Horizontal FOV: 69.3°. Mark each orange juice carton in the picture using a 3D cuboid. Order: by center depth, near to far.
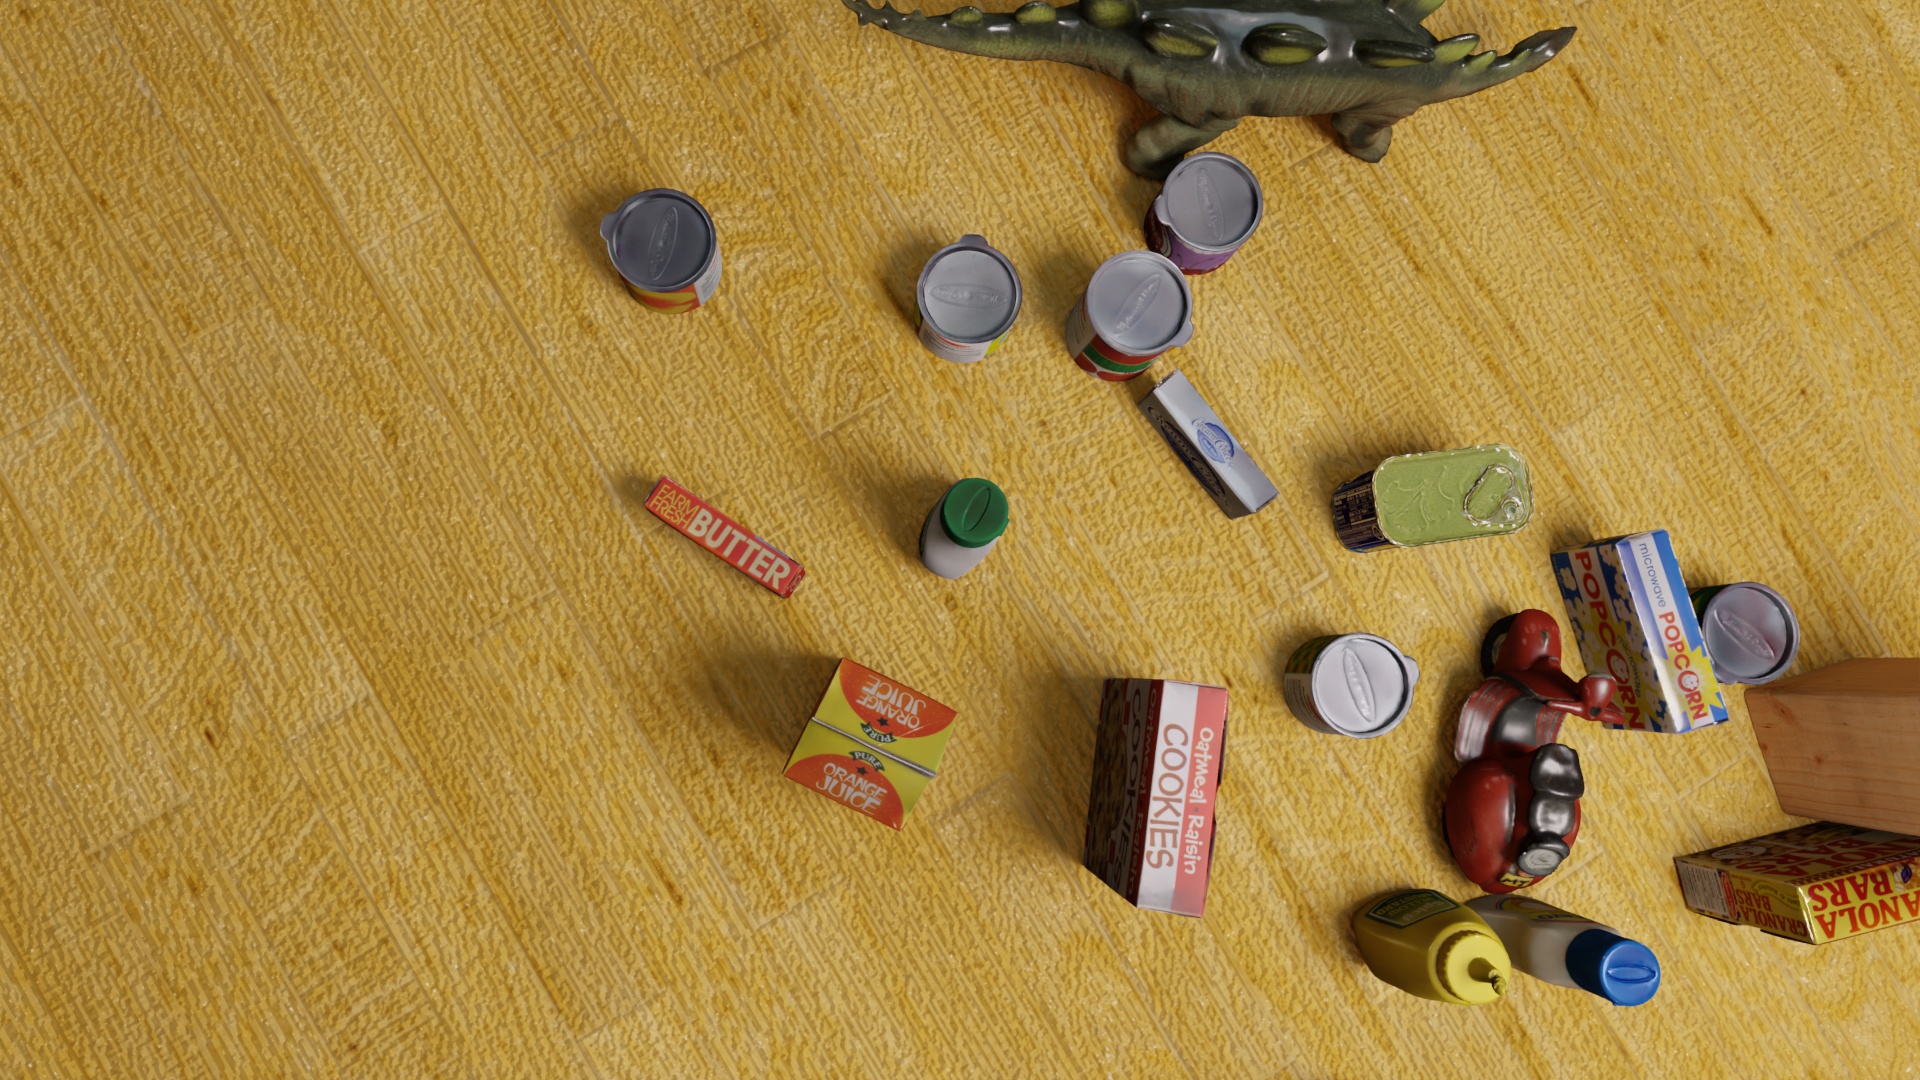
[{"bbox_3d":[-0.052,0.113,0.791,0.072,0.192,0.073,27,83,-2],"label":"orange juice carton"}]

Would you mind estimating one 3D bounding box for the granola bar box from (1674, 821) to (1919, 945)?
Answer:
[{"bbox_3d":[0.564,0.208,0.874,0.166,0.124,0.039,-11,86,-6],"label":"granola bar box"}]

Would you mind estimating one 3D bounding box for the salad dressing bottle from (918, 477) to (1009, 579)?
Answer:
[{"bbox_3d":[0.003,-0.010,0.832,0.044,0.147,0.064,29,83,-2],"label":"salad dressing bottle"}]

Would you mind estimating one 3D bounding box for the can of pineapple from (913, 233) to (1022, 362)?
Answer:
[{"bbox_3d":[0.004,-0.153,0.893,0.071,0.058,0.071,1,84,-5],"label":"can of pineapple"}]

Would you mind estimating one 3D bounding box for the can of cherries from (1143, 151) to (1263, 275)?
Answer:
[{"bbox_3d":[0.156,-0.214,0.913,0.071,0.058,0.071,1,84,-5],"label":"can of cherries"}]

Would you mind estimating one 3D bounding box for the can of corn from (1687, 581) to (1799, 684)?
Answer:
[{"bbox_3d":[0.502,0.064,0.917,0.071,0.058,0.071,1,84,-5],"label":"can of corn"}]

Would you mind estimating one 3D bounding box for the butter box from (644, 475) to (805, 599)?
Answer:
[{"bbox_3d":[-0.146,-0.001,0.865,0.103,0.053,0.024,33,83,-1],"label":"butter box"}]

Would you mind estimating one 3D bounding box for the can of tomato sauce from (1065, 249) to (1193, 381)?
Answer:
[{"bbox_3d":[0.108,-0.141,0.889,0.071,0.083,0.071,1,84,-5],"label":"can of tomato sauce"}]

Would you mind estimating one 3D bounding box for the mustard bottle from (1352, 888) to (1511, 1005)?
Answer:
[{"bbox_3d":[0.287,0.244,0.826,0.065,0.160,0.049,-19,87,-7],"label":"mustard bottle"}]

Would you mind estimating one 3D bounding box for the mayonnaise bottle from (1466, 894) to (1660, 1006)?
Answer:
[{"bbox_3d":[0.364,0.246,0.839,0.065,0.148,0.041,2,84,-5],"label":"mayonnaise bottle"}]

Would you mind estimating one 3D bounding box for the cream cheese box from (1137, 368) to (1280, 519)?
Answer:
[{"bbox_3d":[0.159,-0.060,0.900,0.024,0.053,0.104,-39,89,-8],"label":"cream cheese box"}]

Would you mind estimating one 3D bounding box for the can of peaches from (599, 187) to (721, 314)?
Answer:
[{"bbox_3d":[-0.188,-0.182,0.878,0.071,0.058,0.071,1,84,-5],"label":"can of peaches"}]

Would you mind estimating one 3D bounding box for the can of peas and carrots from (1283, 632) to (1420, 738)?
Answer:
[{"bbox_3d":[0.249,0.092,0.890,0.071,0.058,0.071,1,84,-5],"label":"can of peas and carrots"}]

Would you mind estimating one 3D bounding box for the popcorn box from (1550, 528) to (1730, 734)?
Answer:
[{"bbox_3d":[0.436,0.059,0.897,0.038,0.085,0.126,-16,86,-7],"label":"popcorn box"}]

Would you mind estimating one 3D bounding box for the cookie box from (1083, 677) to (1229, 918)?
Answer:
[{"bbox_3d":[0.112,0.144,0.816,0.040,0.167,0.123,8,84,-4],"label":"cookie box"}]
